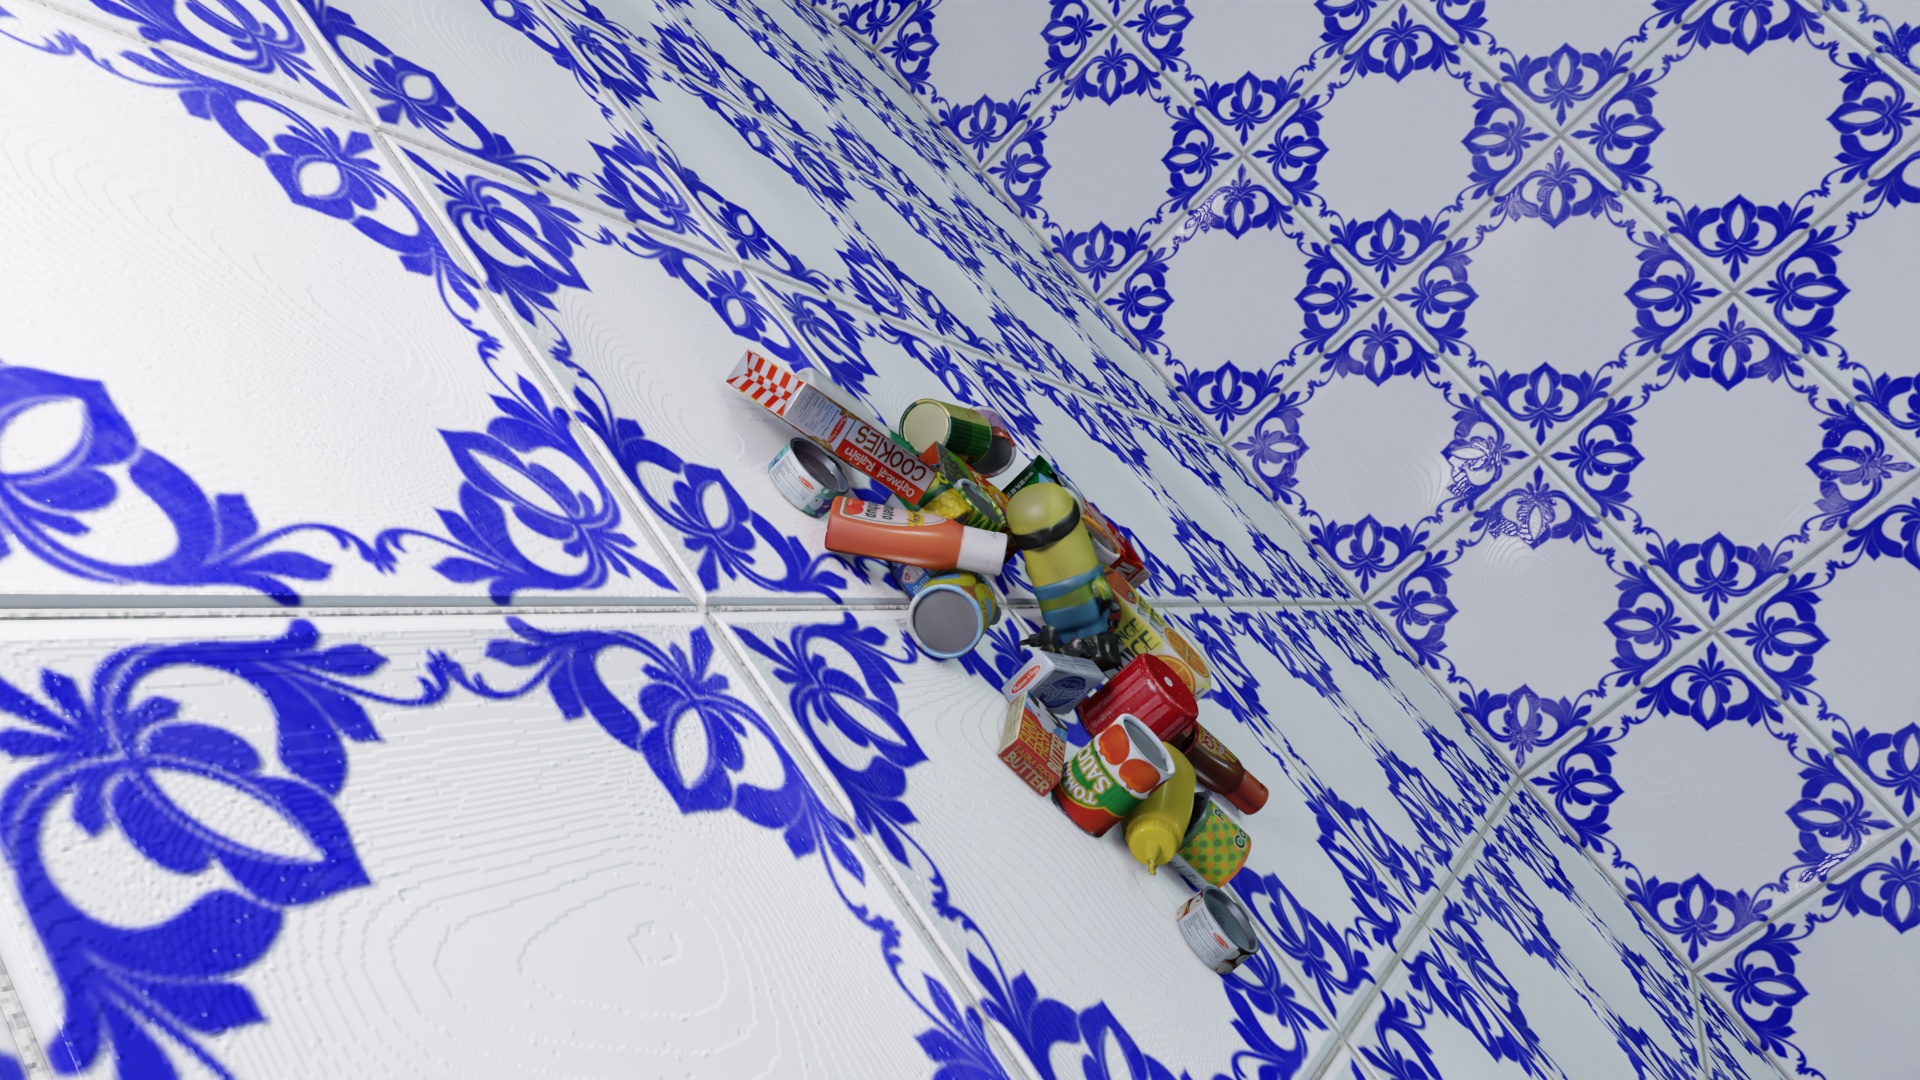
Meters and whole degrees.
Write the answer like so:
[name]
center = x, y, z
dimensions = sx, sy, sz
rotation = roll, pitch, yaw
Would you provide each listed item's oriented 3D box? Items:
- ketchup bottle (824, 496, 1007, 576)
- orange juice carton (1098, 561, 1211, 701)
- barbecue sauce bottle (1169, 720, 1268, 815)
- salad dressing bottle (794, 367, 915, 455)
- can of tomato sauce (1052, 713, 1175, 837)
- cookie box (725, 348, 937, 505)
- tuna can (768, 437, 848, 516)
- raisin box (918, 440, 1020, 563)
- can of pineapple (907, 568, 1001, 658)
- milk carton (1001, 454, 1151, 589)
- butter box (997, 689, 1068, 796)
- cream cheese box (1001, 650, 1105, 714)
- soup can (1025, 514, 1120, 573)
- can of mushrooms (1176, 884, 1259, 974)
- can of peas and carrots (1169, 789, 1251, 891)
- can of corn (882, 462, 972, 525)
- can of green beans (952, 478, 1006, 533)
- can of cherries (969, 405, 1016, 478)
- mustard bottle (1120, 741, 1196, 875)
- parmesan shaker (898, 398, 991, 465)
[ketchup bottle]
center = -0.037, -0.001, 1.161
dimensions = 0.149, 0.043, 0.065
rotation = 11, 18, -2
[orange juice carton]
center = 0.176, 0.102, 1.480
dimensions = 0.192, 0.071, 0.073
rotation = 45, 17, -3
[barbecue sauce bottle]
center = 0.256, 0.226, 1.434
dimensions = 0.148, 0.043, 0.065
rotation = 42, 18, -14
[salad dressing bottle]
center = -0.107, -0.114, 1.365
dimensions = 0.147, 0.044, 0.064
rotation = 34, 27, -36
[can of tomato sauce]
center = 0.124, 0.193, 1.147
dimensions = 0.071, 0.083, 0.071
rotation = 41, 18, -16
[cookie box]
center = -0.114, -0.101, 1.245
dimensions = 0.167, 0.040, 0.123
rotation = 34, -1, -39
[tuna can]
center = -0.130, -0.055, 1.198
dimensions = 0.071, 0.032, 0.071
rotation = 40, 18, -16
[raisin box]
center = 0.009, -0.040, 1.472
dimensions = 0.123, 0.040, 0.086
rotation = 37, 20, -24
[can of pineapple]
center = -0.005, 0.060, 1.169
dimensions = 0.071, 0.071, 0.058
rotation = 45, 18, -1
[milk carton]
center = 0.130, -0.004, 1.609
dimensions = 0.190, 0.072, 0.074
rotation = 45, 17, -3
[butter box]
center = 0.061, 0.168, 1.158
dimensions = 0.053, 0.024, 0.104
rotation = 43, 18, -7
[cream cheese box]
center = 0.085, 0.128, 1.249
dimensions = 0.024, 0.053, 0.104
rotation = 53, 19, 28
[soup can]
center = 0.122, 0.019, 1.521
dimensions = 0.071, 0.083, 0.071
rotation = 40, 18, -16
[can of mushrooms]
center = 0.213, 0.321, 1.148
dimensions = 0.071, 0.033, 0.071
rotation = 40, 18, -16
[can of peas and carrots]
center = 0.213, 0.262, 1.215
dimensions = 0.058, 0.070, 0.071
rotation = 44, 18, -9
[can of corn]
center = -0.029, -0.030, 1.313
dimensions = 0.058, 0.071, 0.071
rotation = 50, 18, 10
[can of green beans]
center = 0.003, -0.019, 1.380
dimensions = 0.071, 0.057, 0.071
rotation = 41, 18, -16
[can of cherries]
center = 0.024, -0.115, 1.627
dimensions = 0.071, 0.071, 0.058
rotation = 31, 24, -39
[mustard bottle]
center = 0.167, 0.234, 1.190
dimensions = 0.049, 0.065, 0.161
rotation = 41, 22, -7
[parmesan shaker]
center = -0.019, -0.121, 1.544
dimensions = 0.071, 0.071, 0.103
rotation = 52, 19, 18
